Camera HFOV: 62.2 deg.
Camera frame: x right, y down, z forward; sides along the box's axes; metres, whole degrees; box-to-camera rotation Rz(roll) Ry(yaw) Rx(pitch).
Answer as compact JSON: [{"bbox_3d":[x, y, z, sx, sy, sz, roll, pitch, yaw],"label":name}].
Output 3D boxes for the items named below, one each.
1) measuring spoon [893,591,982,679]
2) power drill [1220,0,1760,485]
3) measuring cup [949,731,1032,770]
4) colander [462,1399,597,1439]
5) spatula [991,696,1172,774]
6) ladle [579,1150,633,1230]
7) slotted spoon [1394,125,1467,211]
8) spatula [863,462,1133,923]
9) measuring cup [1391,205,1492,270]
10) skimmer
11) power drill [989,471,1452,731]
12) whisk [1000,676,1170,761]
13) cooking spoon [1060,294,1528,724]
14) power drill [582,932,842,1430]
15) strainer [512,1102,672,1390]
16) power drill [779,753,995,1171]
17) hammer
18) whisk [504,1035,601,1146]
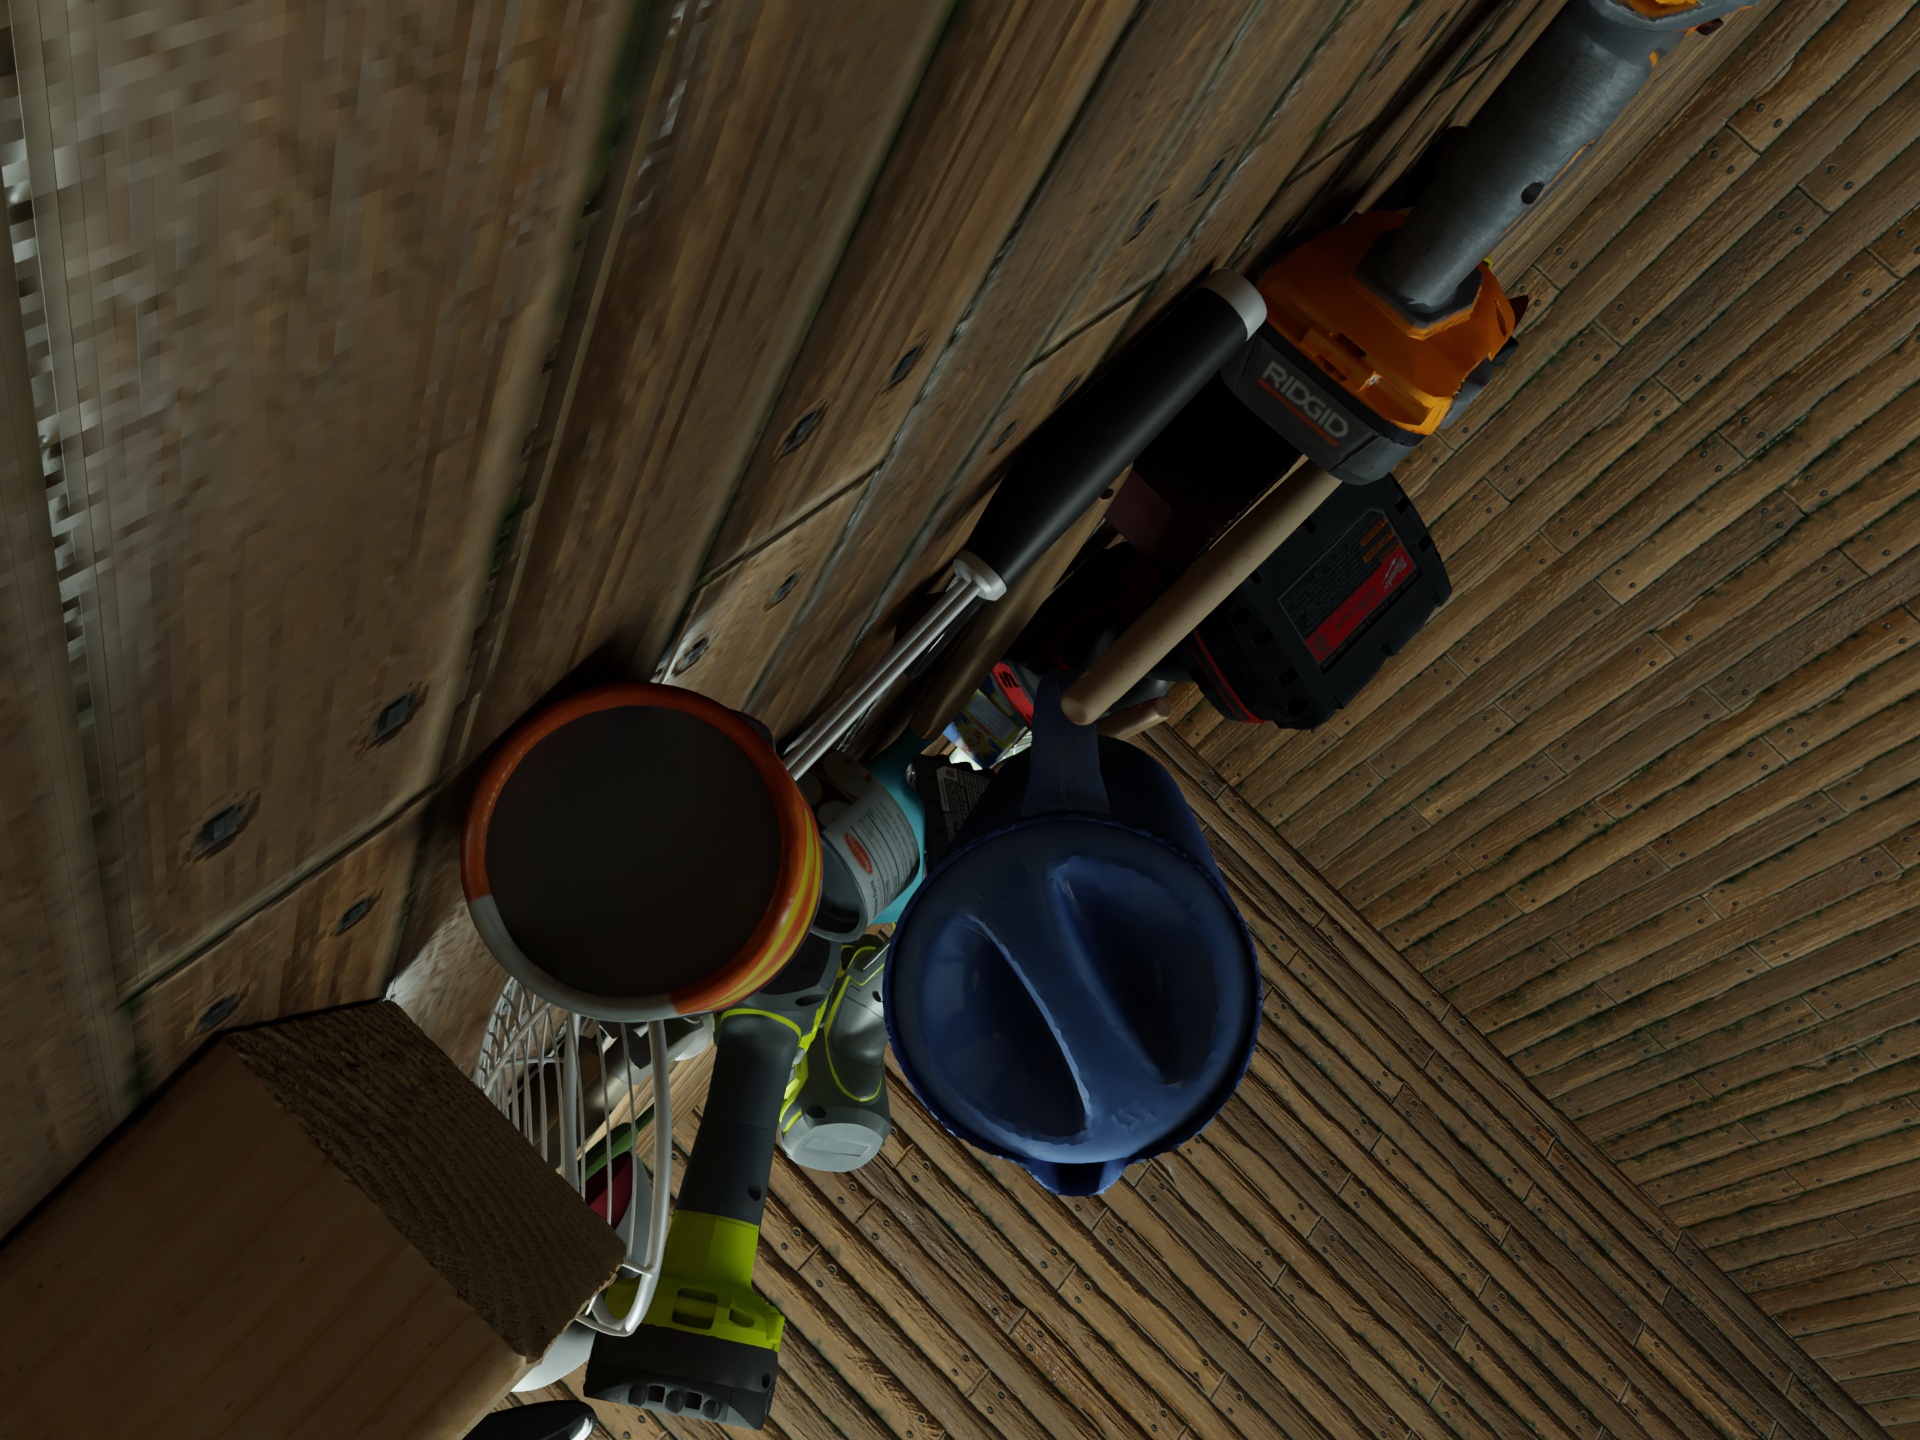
[{"bbox_3d":[0.016,-0.066,0.535,0.124,0.018,0.034,-52,177,-2],"label":"measuring spoon"},{"bbox_3d":[0.196,-0.199,0.531,0.164,0.084,0.226,-41,170,-46],"label":"power drill"},{"bbox_3d":[-0.002,0.047,1.132,0.167,0.038,0.083,-44,175,-32],"label":"measuring cup"},{"bbox_3d":[-0.235,0.322,0.551,0.204,0.095,0.396,-25,154,-7],"label":"colander"},{"bbox_3d":[0.022,0.034,0.963,0.060,0.018,0.316,-48,-167,-35],"label":"spatula"},{"bbox_3d":[-0.249,0.254,0.598,0.315,0.031,0.069,-25,171,-41],"label":"ladle"},{"bbox_3d":[0.205,-0.211,0.788,0.070,0.031,0.313,-27,172,-2],"label":"slotted spoon"},{"bbox_3d":[-0.001,-0.002,0.701,0.082,0.044,0.317,3,145,-27],"label":"spatula"},{"bbox_3d":[0.185,-0.199,0.718,0.062,0.029,0.156,-9,-177,-8],"label":"measuring cup"},{"bbox_3d":[-0.018,0.019,0.486,0.363,0.090,0.127,-47,-152,-6],"label":"skimmer"},{"bbox_3d":[0.116,-0.056,0.762,0.143,0.078,0.220,-42,-163,-23],"label":"power drill"},{"bbox_3d":[0.071,0.013,0.978,0.070,0.070,0.284,-43,176,-22],"label":"whisk"},{"bbox_3d":[0.139,-0.094,0.628,0.319,0.017,0.069,-43,-168,-32],"label":"cooking spoon"},{"bbox_3d":[-0.106,0.205,0.746,0.171,0.080,0.223,110,-8,-66],"label":"power drill"},{"bbox_3d":[-0.204,0.282,0.735,0.151,0.069,0.256,-49,177,10],"label":"strainer"},{"bbox_3d":[-0.045,0.127,0.938,0.228,0.080,0.191,-54,-150,34],"label":"power drill"},{"bbox_3d":[-0.289,0.288,0.792,0.410,0.038,0.146,-44,174,-3],"label":"hammer"},{"bbox_3d":[-0.245,0.239,0.719,0.245,0.051,0.047,-48,169,4],"label":"whisk"}]
